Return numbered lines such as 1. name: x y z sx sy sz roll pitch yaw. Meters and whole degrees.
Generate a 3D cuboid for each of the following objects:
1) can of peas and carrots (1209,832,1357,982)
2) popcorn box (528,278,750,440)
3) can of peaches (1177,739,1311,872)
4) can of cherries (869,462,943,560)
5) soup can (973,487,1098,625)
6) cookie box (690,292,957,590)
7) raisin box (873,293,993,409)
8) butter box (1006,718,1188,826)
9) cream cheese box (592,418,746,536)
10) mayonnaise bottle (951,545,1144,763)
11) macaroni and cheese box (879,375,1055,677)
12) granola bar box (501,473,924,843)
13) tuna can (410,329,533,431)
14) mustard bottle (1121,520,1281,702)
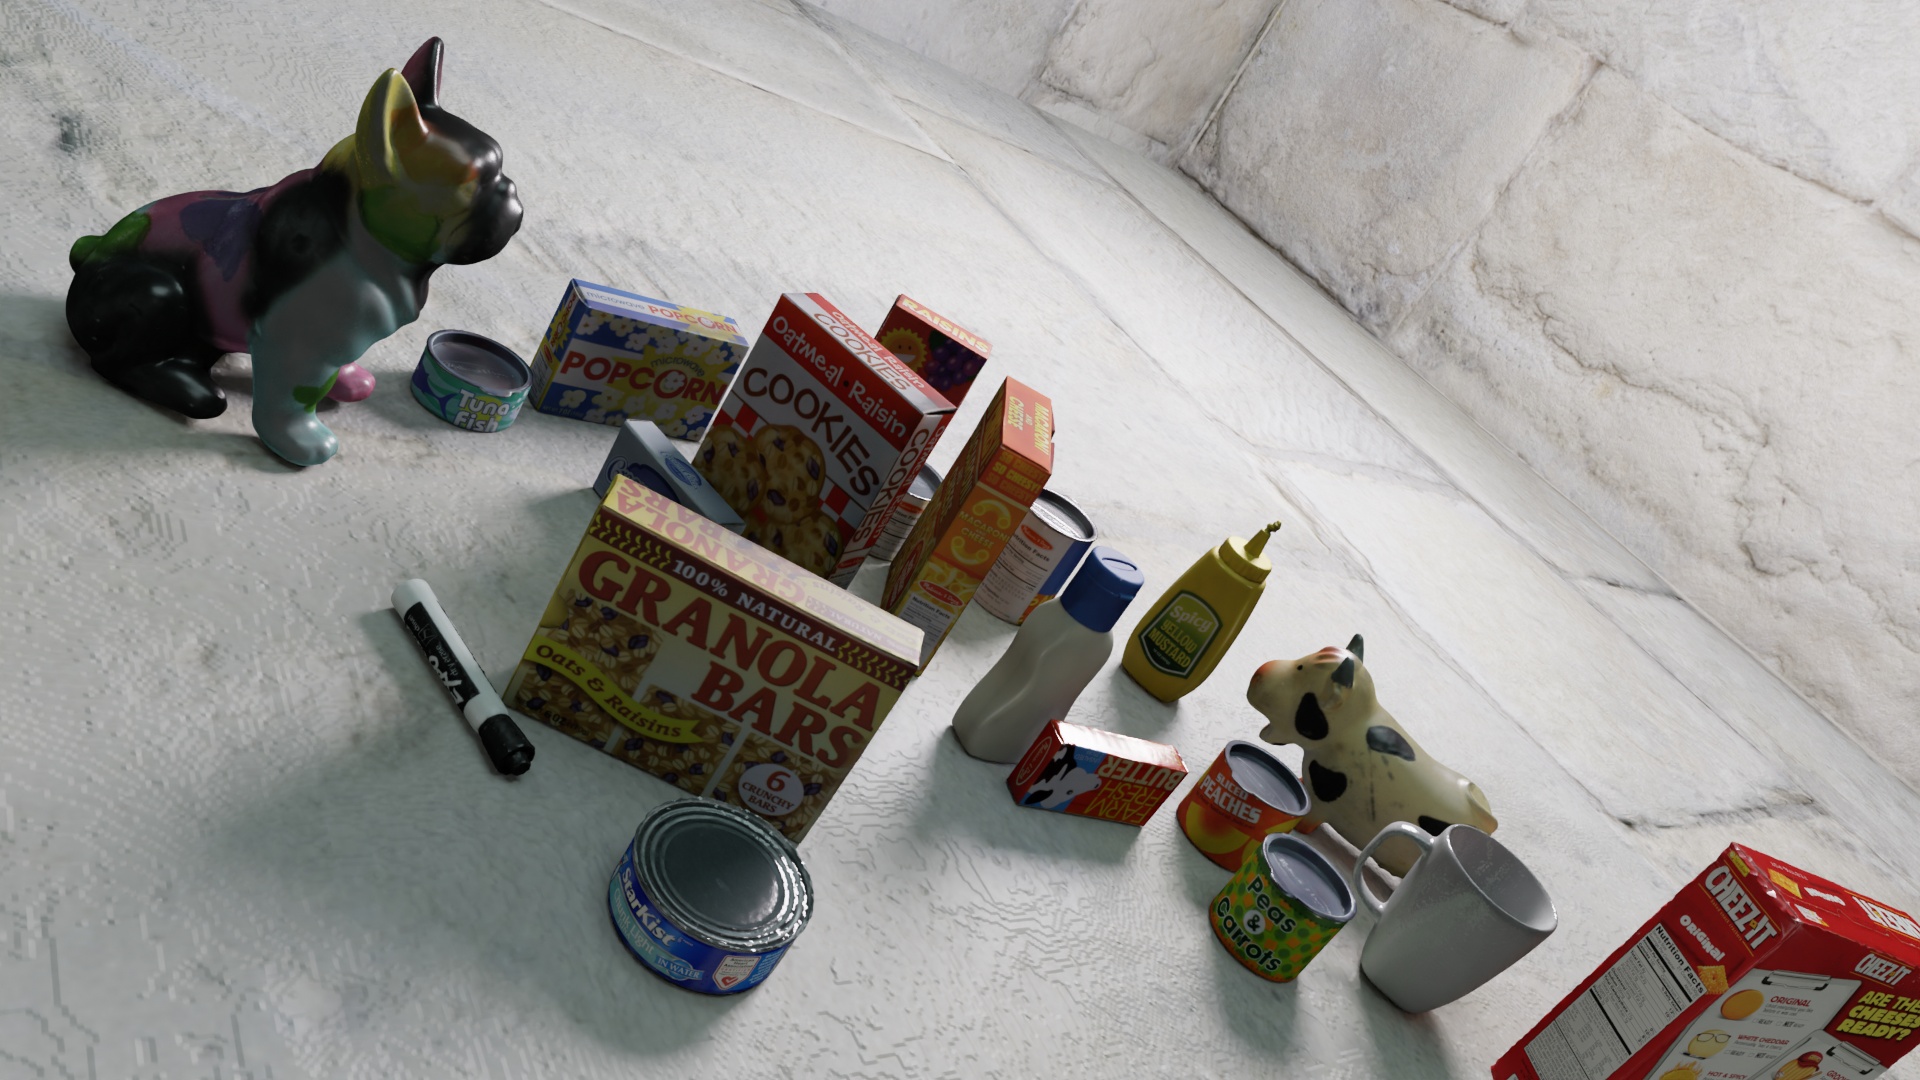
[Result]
1. can of peas and carrots: 0.190 0.219 0.825 0.071 0.058 0.071 27 25 -13
2. popcorn box: -0.217 -0.120 0.935 0.127 0.085 0.038 9 34 -42
3. can of peaches: 0.182 0.173 0.901 0.071 0.057 0.071 27 25 -13
4. can of cherries: -0.052 -0.029 0.996 0.071 0.058 0.072 27 25 -13
5. soup can: 0.052 0.010 1.017 0.071 0.083 0.072 27 25 -13
6. cookie box: -0.094 -0.050 0.854 0.123 0.166 0.040 41 25 18
7. raisin box: -0.042 -0.120 1.100 0.086 0.123 0.040 30 24 -7
8. butter box: 0.084 0.143 0.847 0.103 0.053 0.024 17 29 -32
9. cream cheese box: -0.178 -0.022 0.839 0.104 0.053 0.024 45 27 25
10. mayonnaise bottle: 0.056 0.070 0.834 0.065 0.147 0.041 12 31 -38
11. macaroni and cheese box: 0.003 -0.011 0.899 0.040 0.165 0.124 28 24 -10
12. granola bar box: -0.119 0.061 0.670 0.165 0.123 0.039 28 24 -11
13. tuna can: -0.300 -0.097 0.857 0.071 0.032 0.071 27 25 -13
14. mustard bottle: 0.182 0.045 1.016 0.065 0.159 0.049 40 25 16
